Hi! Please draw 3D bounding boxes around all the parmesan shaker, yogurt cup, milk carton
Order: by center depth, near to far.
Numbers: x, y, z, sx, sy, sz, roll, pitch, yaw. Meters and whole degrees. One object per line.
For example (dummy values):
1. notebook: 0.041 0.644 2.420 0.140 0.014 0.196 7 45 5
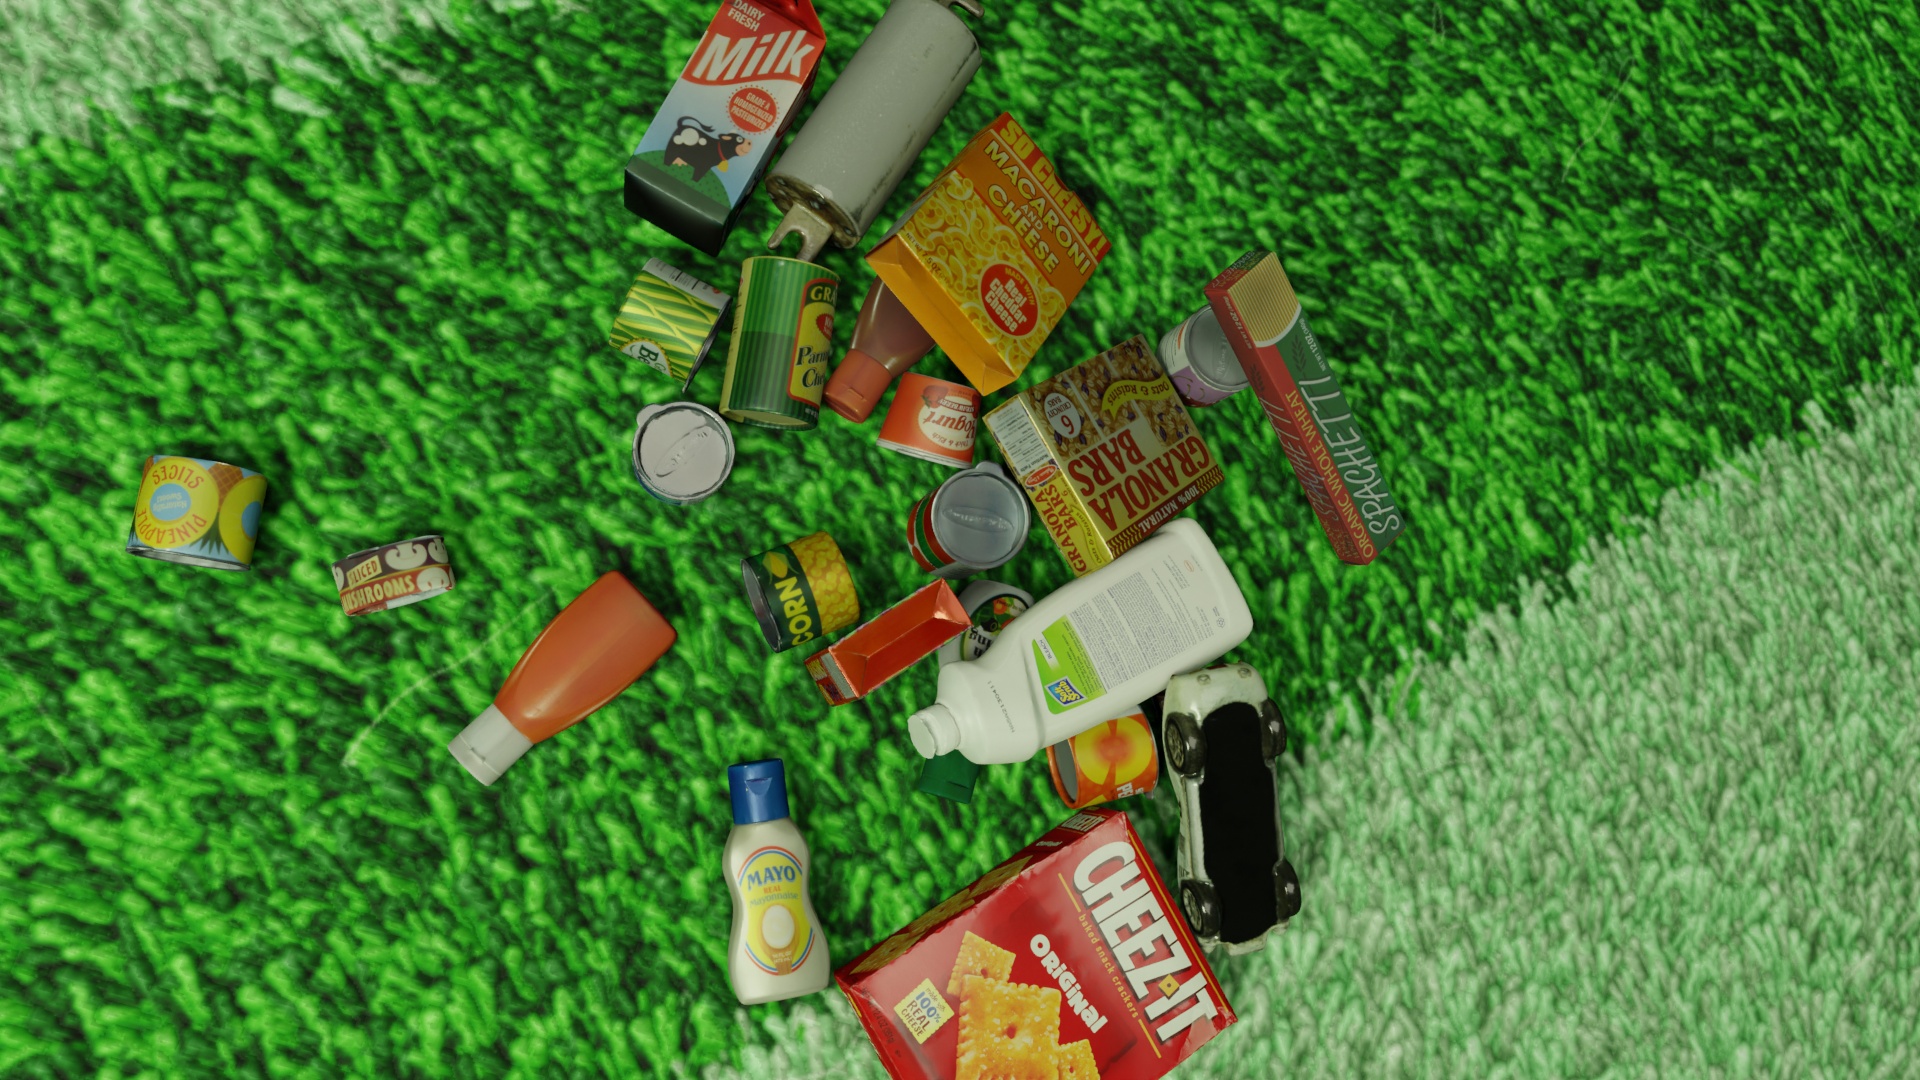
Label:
1. parmesan shaker: -0.120 -0.129 0.927 0.071 0.071 0.103 9 84 -13
2. milk carton: -0.150 -0.297 0.939 0.073 0.072 0.191 28 76 -9
3. yogurt cup: -0.018 -0.082 0.940 0.072 0.072 0.054 14 94 -12

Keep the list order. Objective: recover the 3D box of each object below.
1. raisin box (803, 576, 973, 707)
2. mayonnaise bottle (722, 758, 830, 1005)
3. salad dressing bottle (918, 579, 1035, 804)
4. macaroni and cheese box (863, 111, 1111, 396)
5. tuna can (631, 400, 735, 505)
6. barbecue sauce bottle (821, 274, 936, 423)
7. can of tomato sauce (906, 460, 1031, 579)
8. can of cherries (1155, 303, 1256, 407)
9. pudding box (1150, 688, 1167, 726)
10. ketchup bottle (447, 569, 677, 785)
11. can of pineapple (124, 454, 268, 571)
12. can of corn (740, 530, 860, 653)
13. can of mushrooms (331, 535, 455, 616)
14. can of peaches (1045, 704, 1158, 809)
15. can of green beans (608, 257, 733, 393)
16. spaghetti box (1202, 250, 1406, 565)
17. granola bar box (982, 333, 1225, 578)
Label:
1. raisin box: -0.048 0.067 0.888 0.086 0.123 0.040 -33 90 -16
2. mayonnaise bottle: -0.123 0.216 0.890 0.065 0.041 0.148 -7 85 -14
3. salad dressing bottle: 0.009 0.102 0.938 0.064 0.044 0.148 21 78 -23
4. macaroni and cheese box: 0.025 -0.197 0.943 0.123 0.040 0.167 48 50 -18
5. tuna can: -0.185 -0.059 0.917 0.071 0.032 0.071 2 82 -14
6. barbecue sauce bottle: -0.042 -0.150 0.961 0.065 0.043 0.149 36 76 -14
7. can of tomato sauce: 0.003 -0.012 0.933 0.071 0.083 0.071 2 82 -14
8. can of cherries: 0.184 -0.133 1.010 0.071 0.058 0.071 2 81 -15
9. pudding box: 0.167 0.141 0.971 0.030 0.049 0.083 -21 89 -11
10. ketchup bottle: -0.252 0.089 0.873 0.149 0.043 0.064 -44 94 -16
11. can of pineapple: -0.452 -0.016 0.823 0.071 0.071 0.058 9 80 -13
12. can of corn: -0.104 0.034 0.906 0.058 0.071 0.071 -21 88 -17
13. can of mushrooms: -0.345 0.022 0.845 0.071 0.071 0.033 -16 89 -16
14. can of peaches: 0.095 0.147 0.943 0.058 0.071 0.071 -10 85 -15
15. can of green beans: -0.190 -0.143 0.910 0.058 0.071 0.071 27 77 -9
16. spaghetti box: 0.250 -0.089 0.992 0.050 0.029 0.249 -41 115 -17
17. granola bar box: 0.102 -0.061 0.948 0.166 0.039 0.124 -31 90 -48
